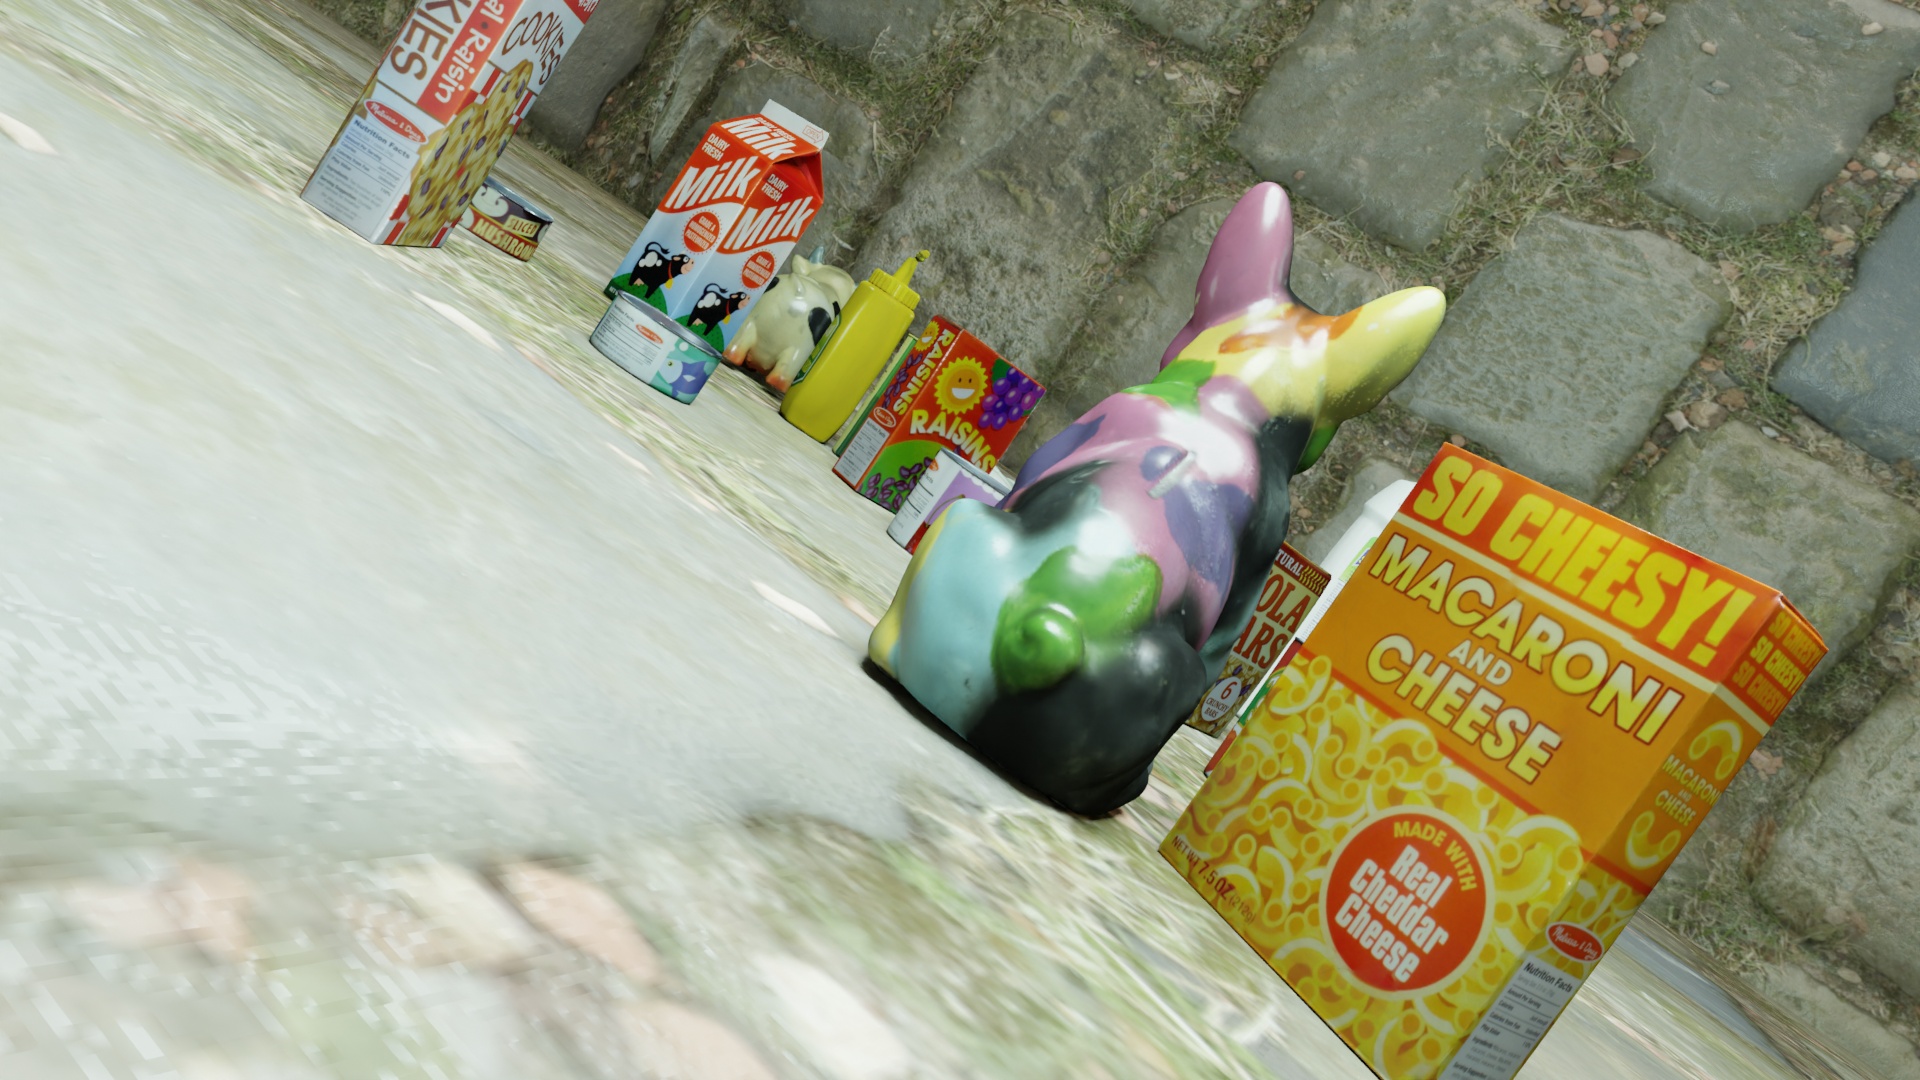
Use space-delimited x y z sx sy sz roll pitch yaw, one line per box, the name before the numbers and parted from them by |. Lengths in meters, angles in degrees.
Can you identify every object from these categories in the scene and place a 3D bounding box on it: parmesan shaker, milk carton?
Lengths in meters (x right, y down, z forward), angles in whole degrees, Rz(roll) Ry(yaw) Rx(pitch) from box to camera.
parmesan shaker | -0.038 -0.090 1.019 0.071 0.103 0.071 34 5 -3
milk carton | -0.173 -0.236 1.035 0.072 0.190 0.073 37 5 28

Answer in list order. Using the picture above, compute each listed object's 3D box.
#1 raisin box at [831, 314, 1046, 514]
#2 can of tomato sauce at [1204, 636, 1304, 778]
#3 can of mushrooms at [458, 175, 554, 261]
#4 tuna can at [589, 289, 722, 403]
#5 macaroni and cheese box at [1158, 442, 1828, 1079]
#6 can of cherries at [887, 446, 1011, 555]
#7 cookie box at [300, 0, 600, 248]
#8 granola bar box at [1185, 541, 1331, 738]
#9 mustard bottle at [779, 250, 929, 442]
raisin box | -0.013 -0.073 0.905 0.086 0.123 0.040 30 6 -38
can of tomato sauce | 0.169 0.100 0.686 0.071 0.083 0.071 34 5 -3
can of mushrooms | -0.299 -0.211 0.898 0.071 0.033 0.071 34 5 -3
tuna can | -0.166 -0.105 0.762 0.071 0.033 0.071 34 5 -3
macaroni and cheese box | 0.151 0.066 0.422 0.040 0.166 0.124 31 6 -35
can of cherries | 0.003 -0.010 0.791 0.071 0.058 0.071 34 5 -3
cookie box | -0.232 -0.219 0.653 0.040 0.167 0.123 33 5 -11
granola bar box | 0.136 0.039 0.802 0.039 0.124 0.165 38 6 40
mustard bottle | -0.073 -0.149 1.023 0.049 0.160 0.065 33 5 -16
